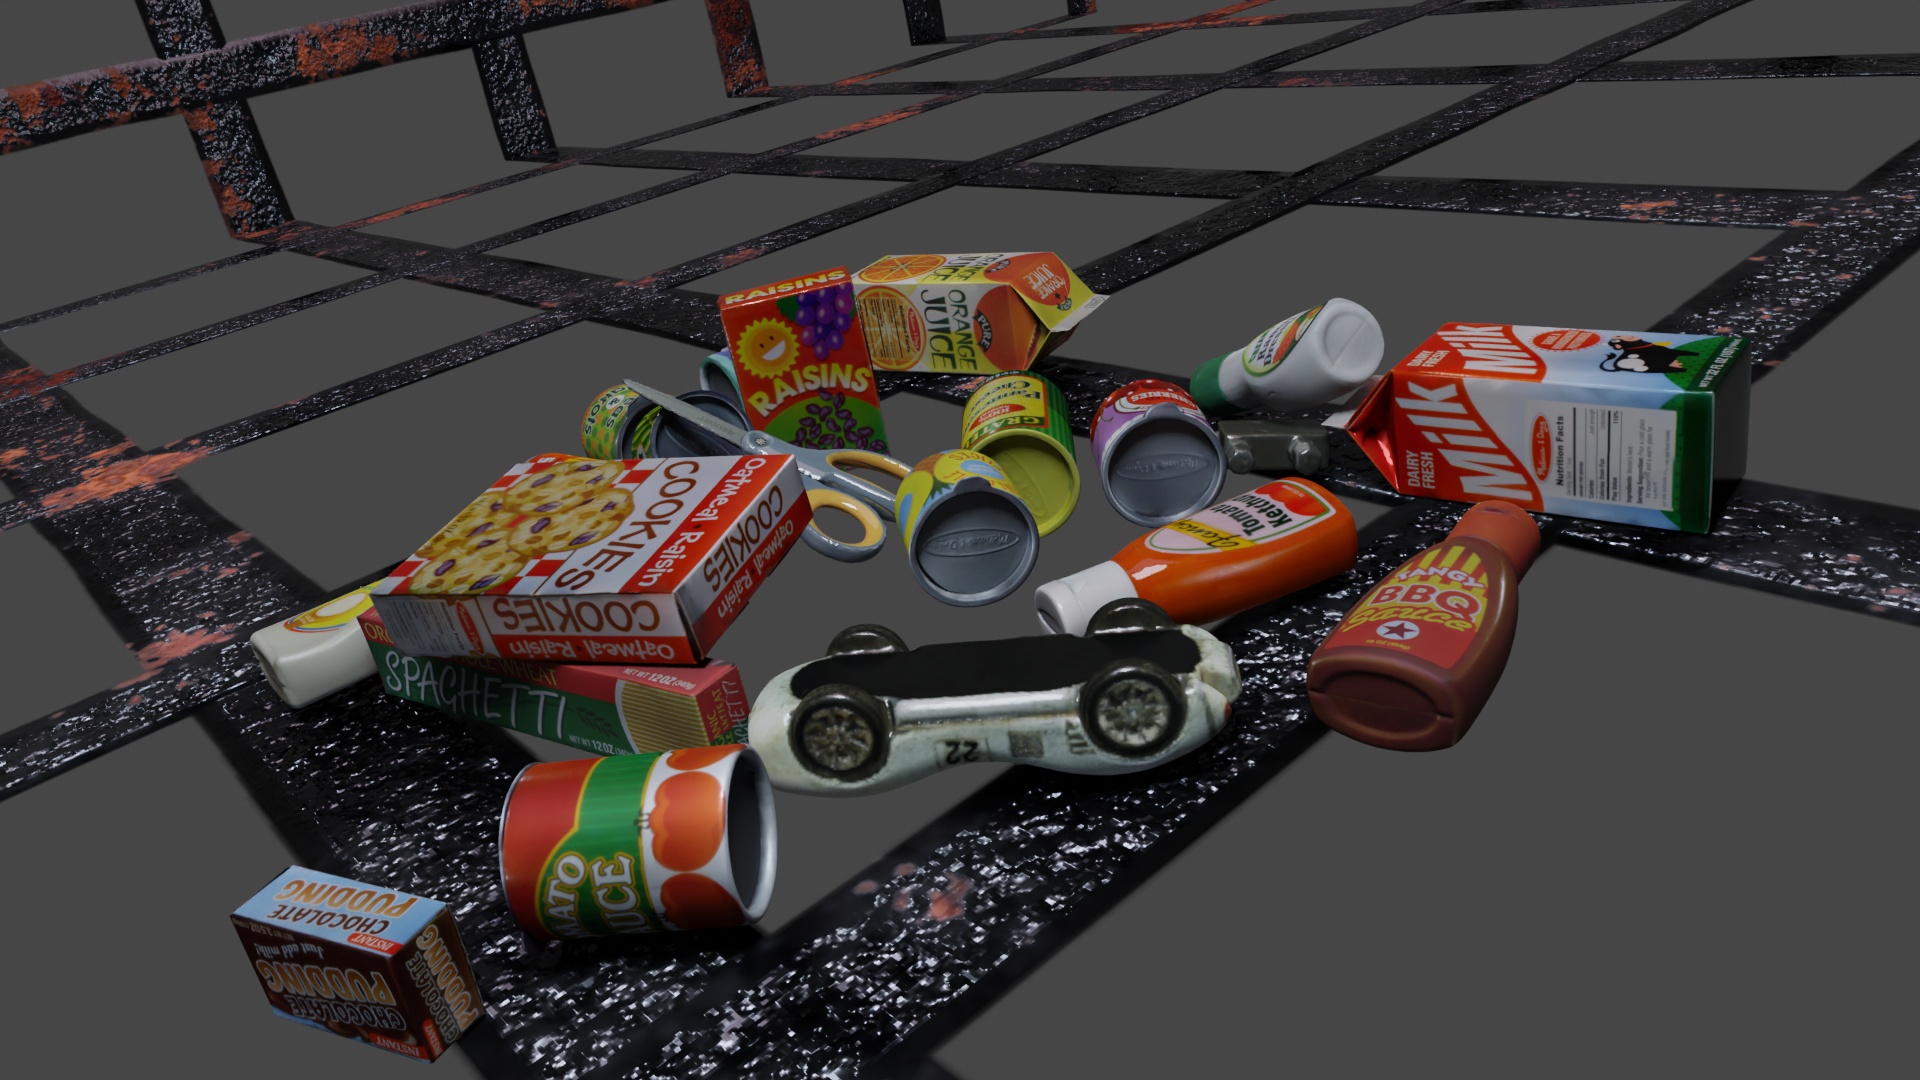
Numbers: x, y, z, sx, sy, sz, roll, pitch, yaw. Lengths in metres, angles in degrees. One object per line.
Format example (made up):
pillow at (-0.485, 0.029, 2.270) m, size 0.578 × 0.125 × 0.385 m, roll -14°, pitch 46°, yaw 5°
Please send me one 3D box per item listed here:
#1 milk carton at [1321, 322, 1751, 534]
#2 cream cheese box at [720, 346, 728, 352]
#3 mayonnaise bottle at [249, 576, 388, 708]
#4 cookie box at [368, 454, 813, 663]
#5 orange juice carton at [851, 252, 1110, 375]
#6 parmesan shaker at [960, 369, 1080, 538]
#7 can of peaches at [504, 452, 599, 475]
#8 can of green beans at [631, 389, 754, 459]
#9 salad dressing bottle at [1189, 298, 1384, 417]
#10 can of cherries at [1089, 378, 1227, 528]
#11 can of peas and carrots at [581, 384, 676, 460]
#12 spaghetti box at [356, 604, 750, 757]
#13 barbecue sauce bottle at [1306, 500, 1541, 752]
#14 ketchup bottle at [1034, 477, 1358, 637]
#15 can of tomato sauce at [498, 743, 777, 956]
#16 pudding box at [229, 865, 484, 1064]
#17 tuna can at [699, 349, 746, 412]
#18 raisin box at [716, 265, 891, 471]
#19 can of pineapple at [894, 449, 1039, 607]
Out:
milk carton at (0.286, -0.063, 0.704) m, size 0.190 × 0.073 × 0.073 m, roll 10°, pitch 33°, yaw 39°
cream cheese box at (-0.122, -0.116, 1.002) m, size 0.104 × 0.053 × 0.024 m, roll 4°, pitch 27°, yaw 30°
mayonnaise bottle at (-0.308, 0.040, 0.769) m, size 0.149 × 0.041 × 0.065 m, roll -29°, pitch 29°, yaw -32°
cookie box at (-0.170, 0.007, 0.659) m, size 0.167 × 0.040 × 0.123 m, roll -1°, pitch 32°, yaw 22°
orange juice carton at (0.011, -0.170, 1.039) m, size 0.192 × 0.072 × 0.072 m, roll 6°, pitch 30°, yaw 31°
parmesan shaker at (0.030, -0.050, 0.790) m, size 0.071 × 0.071 × 0.103 m, roll -9°, pitch 25°, yaw 5°
can of peaches at (-0.228, -0.018, 0.823) m, size 0.058 × 0.071 × 0.071 m, roll 9°, pitch 32°, yaw 35°
can of green beans at (-0.168, -0.058, 0.871) m, size 0.071 × 0.071 × 0.058 m, roll -23°, pitch 8°, yaw -24°
salad dressing bottle at (0.182, -0.099, 0.799) m, size 0.064 × 0.044 × 0.147 m, roll -53°, pitch 12°, yaw -15°
can of cherries at (0.106, -0.050, 0.753) m, size 0.071 × 0.071 × 0.058 m, roll -10°, pitch 25°, yaw 3°
can of peas and carrots at (-0.212, -0.070, 0.923) m, size 0.071 × 0.070 × 0.059 m, roll -27°, pitch 29°, yaw -31°
spaghetti box at (-0.199, 0.066, 0.660) m, size 0.250 × 0.050 × 0.029 m, roll 7°, pitch 30°, yaw 34°
barbecue sauce bottle at (0.202, 0.030, 0.579) m, size 0.065 × 0.043 × 0.149 m, roll 8°, pitch 31°, yaw 37°
ketchup bottle at (0.108, 0.015, 0.650) m, size 0.149 × 0.043 × 0.065 m, roll -20°, pitch 27°, yaw -17°
can of tomato sauce at (-0.116, 0.113, 0.512) m, size 0.083 × 0.071 × 0.071 m, roll -7°, pitch 25°, yaw 8°
pudding box at (-0.214, 0.150, 0.493) m, size 0.083 × 0.049 × 0.030 m, roll 4°, pitch 27°, yaw 28°
tuna can at (-0.151, -0.102, 0.971) m, size 0.033 × 0.070 × 0.071 m, roll -27°, pitch 30°, yaw -29°
raisin box at (-0.098, -0.103, 0.885) m, size 0.086 × 0.123 × 0.040 m, roll -14°, pitch 25°, yaw -5°
can of pineapple at (0.003, -0.009, 0.712) m, size 0.071 × 0.070 × 0.058 m, roll -14°, pitch 25°, yaw -6°
